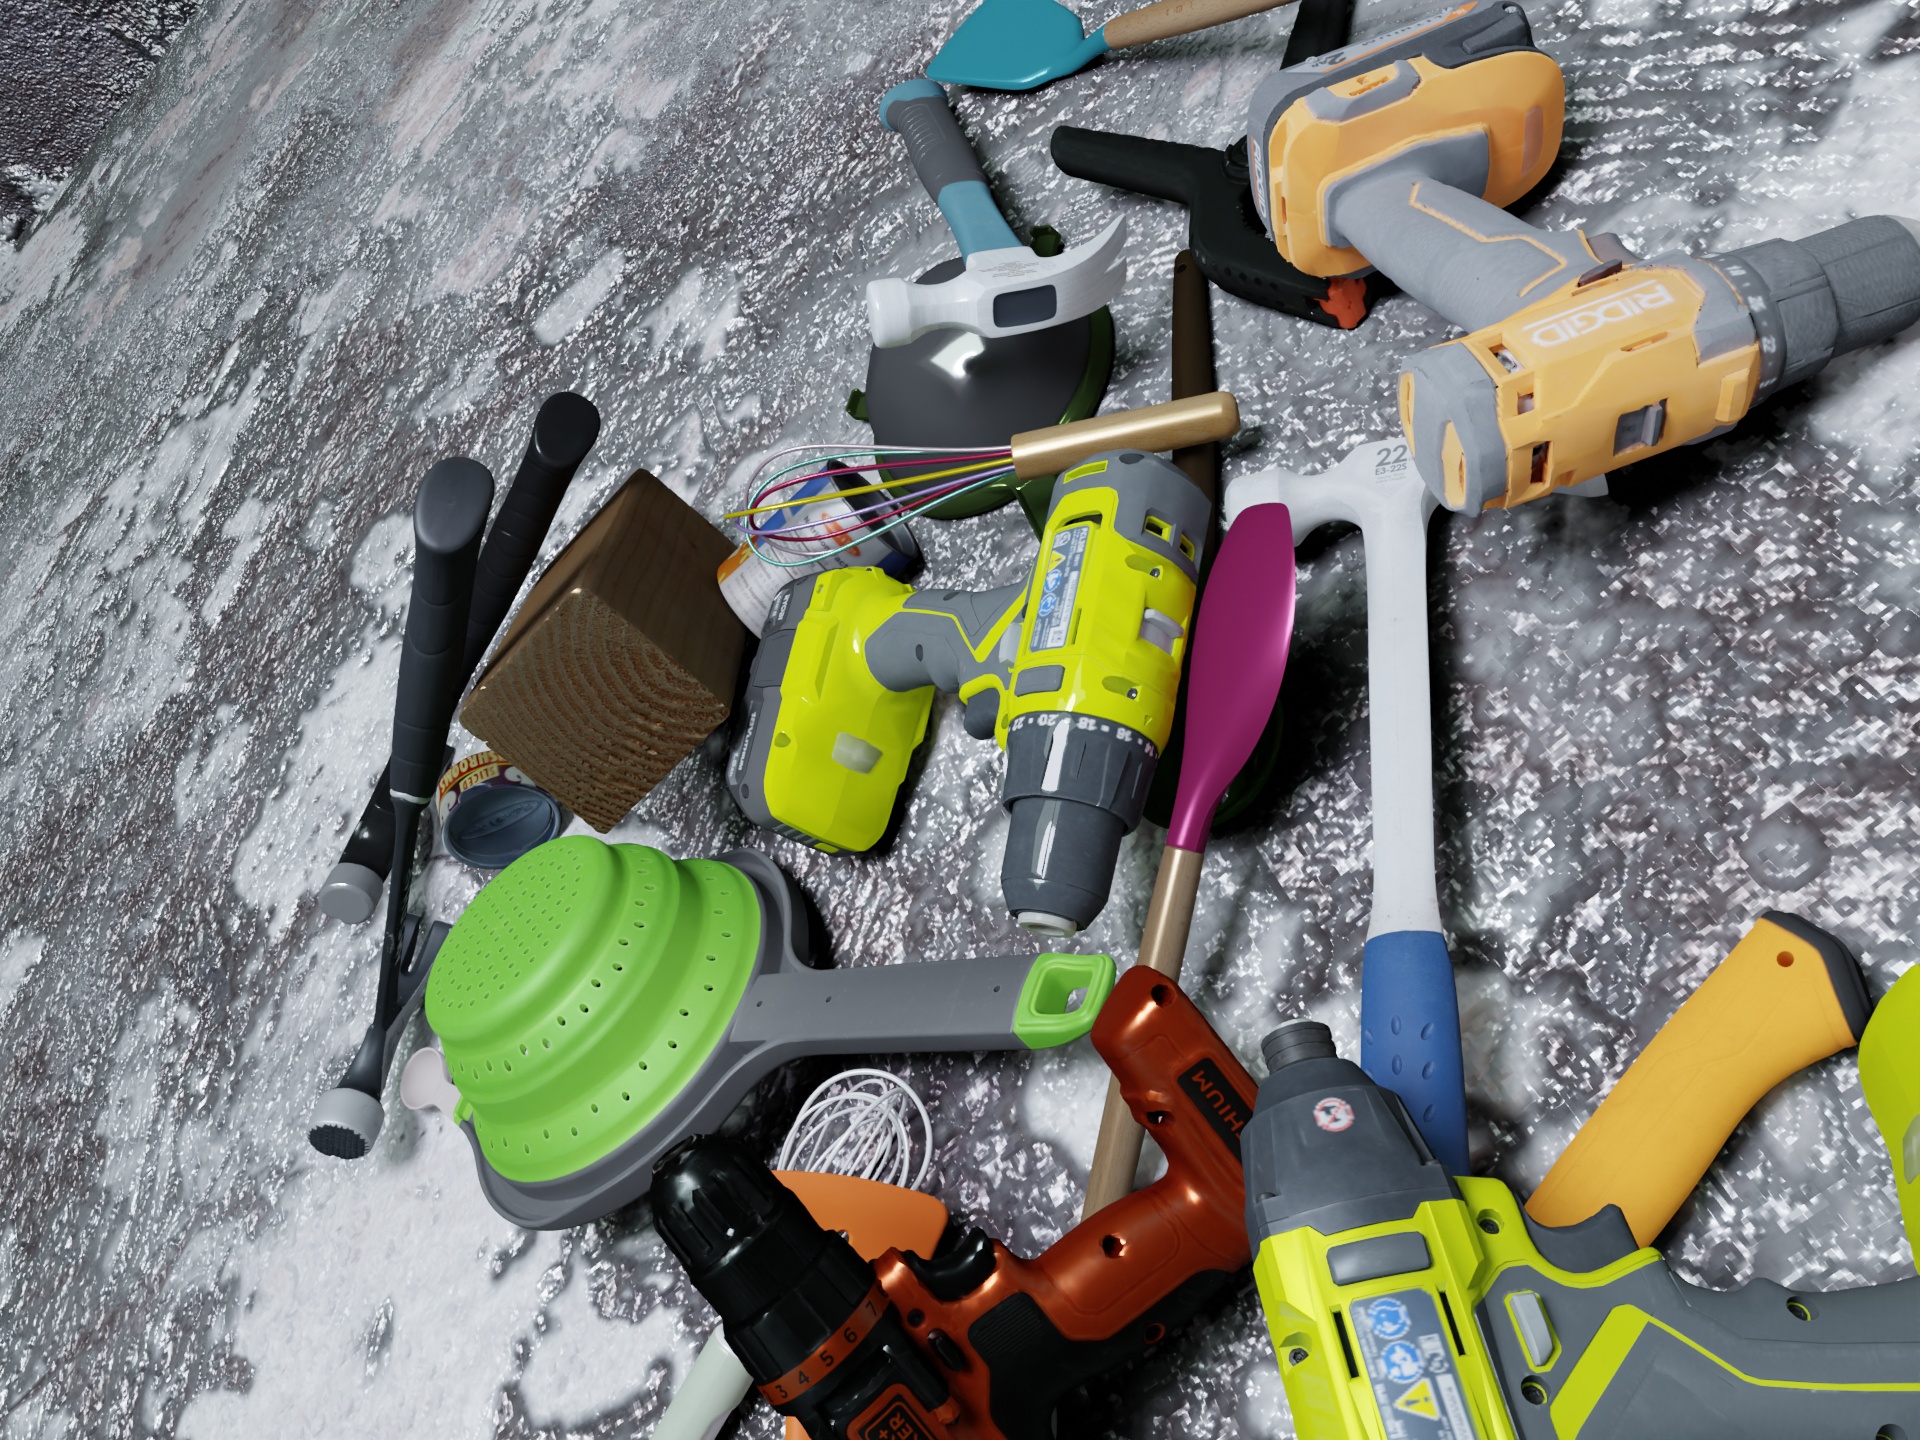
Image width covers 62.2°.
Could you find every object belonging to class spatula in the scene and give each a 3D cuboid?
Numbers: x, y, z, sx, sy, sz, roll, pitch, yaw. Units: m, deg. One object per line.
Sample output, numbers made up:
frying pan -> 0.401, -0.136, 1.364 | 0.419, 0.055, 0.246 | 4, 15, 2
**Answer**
spatula -> -0.071, 0.339, 0.605 | 0.081, 0.041, 0.323 | 11, 73, -4
spatula -> 0.087, -0.369, 0.828 | 0.082, 0.044, 0.318 | -50, 30, -8

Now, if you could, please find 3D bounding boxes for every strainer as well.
strainer -> 0.013, -0.147, 0.780 | 0.151, 0.069, 0.257 | -38, 47, 18

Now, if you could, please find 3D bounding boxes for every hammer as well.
hammer -> 0.158, 0.195, 0.500 | 0.337, 0.034, 0.127 | -53, 46, 4
hammer -> -0.002, -0.277, 0.829 | 0.128, 0.033, 0.331 | -8, 37, -6
hammer -> 0.155, 0.063, 0.533 | 0.144, 0.035, 0.406 | -11, 54, 28
hammer -> -0.276, -0.042, 0.891 | 0.334, 0.035, 0.146 | -55, 18, 31
hammer -> -0.268, 0.044, 0.781 | 0.149, 0.036, 0.408 | -85, 14, -50

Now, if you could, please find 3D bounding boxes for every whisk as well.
whisk -> -0.087, 0.255, 0.667 | 0.059, 0.057, 0.246 | 31, 94, 14
whisk -> 0.005, -0.113, 0.724 | 0.245, 0.047, 0.051 | -9, 71, 17

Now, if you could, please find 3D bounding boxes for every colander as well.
colander -> -0.116, 0.108, 0.687 | 0.397, 0.094, 0.205 | -12, 42, 39

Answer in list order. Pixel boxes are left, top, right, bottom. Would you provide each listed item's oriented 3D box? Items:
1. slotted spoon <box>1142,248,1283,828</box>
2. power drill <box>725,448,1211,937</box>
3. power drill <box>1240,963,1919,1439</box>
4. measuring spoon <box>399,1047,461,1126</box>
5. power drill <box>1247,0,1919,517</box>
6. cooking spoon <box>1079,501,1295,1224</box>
slotted spoon -> 0.106, -0.090, 0.703 | 0.070, 0.031, 0.314 | -17, 55, 32
power drill -> -0.001, -0.002, 0.680 | 0.228, 0.080, 0.191 | -9, 62, 48
power drill -> 0.189, 0.138, 0.404 | 0.223, 0.080, 0.171 | -12, 53, 2
measuring spoon -> -0.261, 0.212, 0.859 | 0.124, 0.018, 0.034 | 19, 81, 37
power drill -> 0.226, -0.185, 0.599 | 0.185, 0.084, 0.226 | -20, 50, 0
cooking spoon -> 0.078, 0.073, 0.594 | 0.069, 0.017, 0.319 | -171, 93, -70
